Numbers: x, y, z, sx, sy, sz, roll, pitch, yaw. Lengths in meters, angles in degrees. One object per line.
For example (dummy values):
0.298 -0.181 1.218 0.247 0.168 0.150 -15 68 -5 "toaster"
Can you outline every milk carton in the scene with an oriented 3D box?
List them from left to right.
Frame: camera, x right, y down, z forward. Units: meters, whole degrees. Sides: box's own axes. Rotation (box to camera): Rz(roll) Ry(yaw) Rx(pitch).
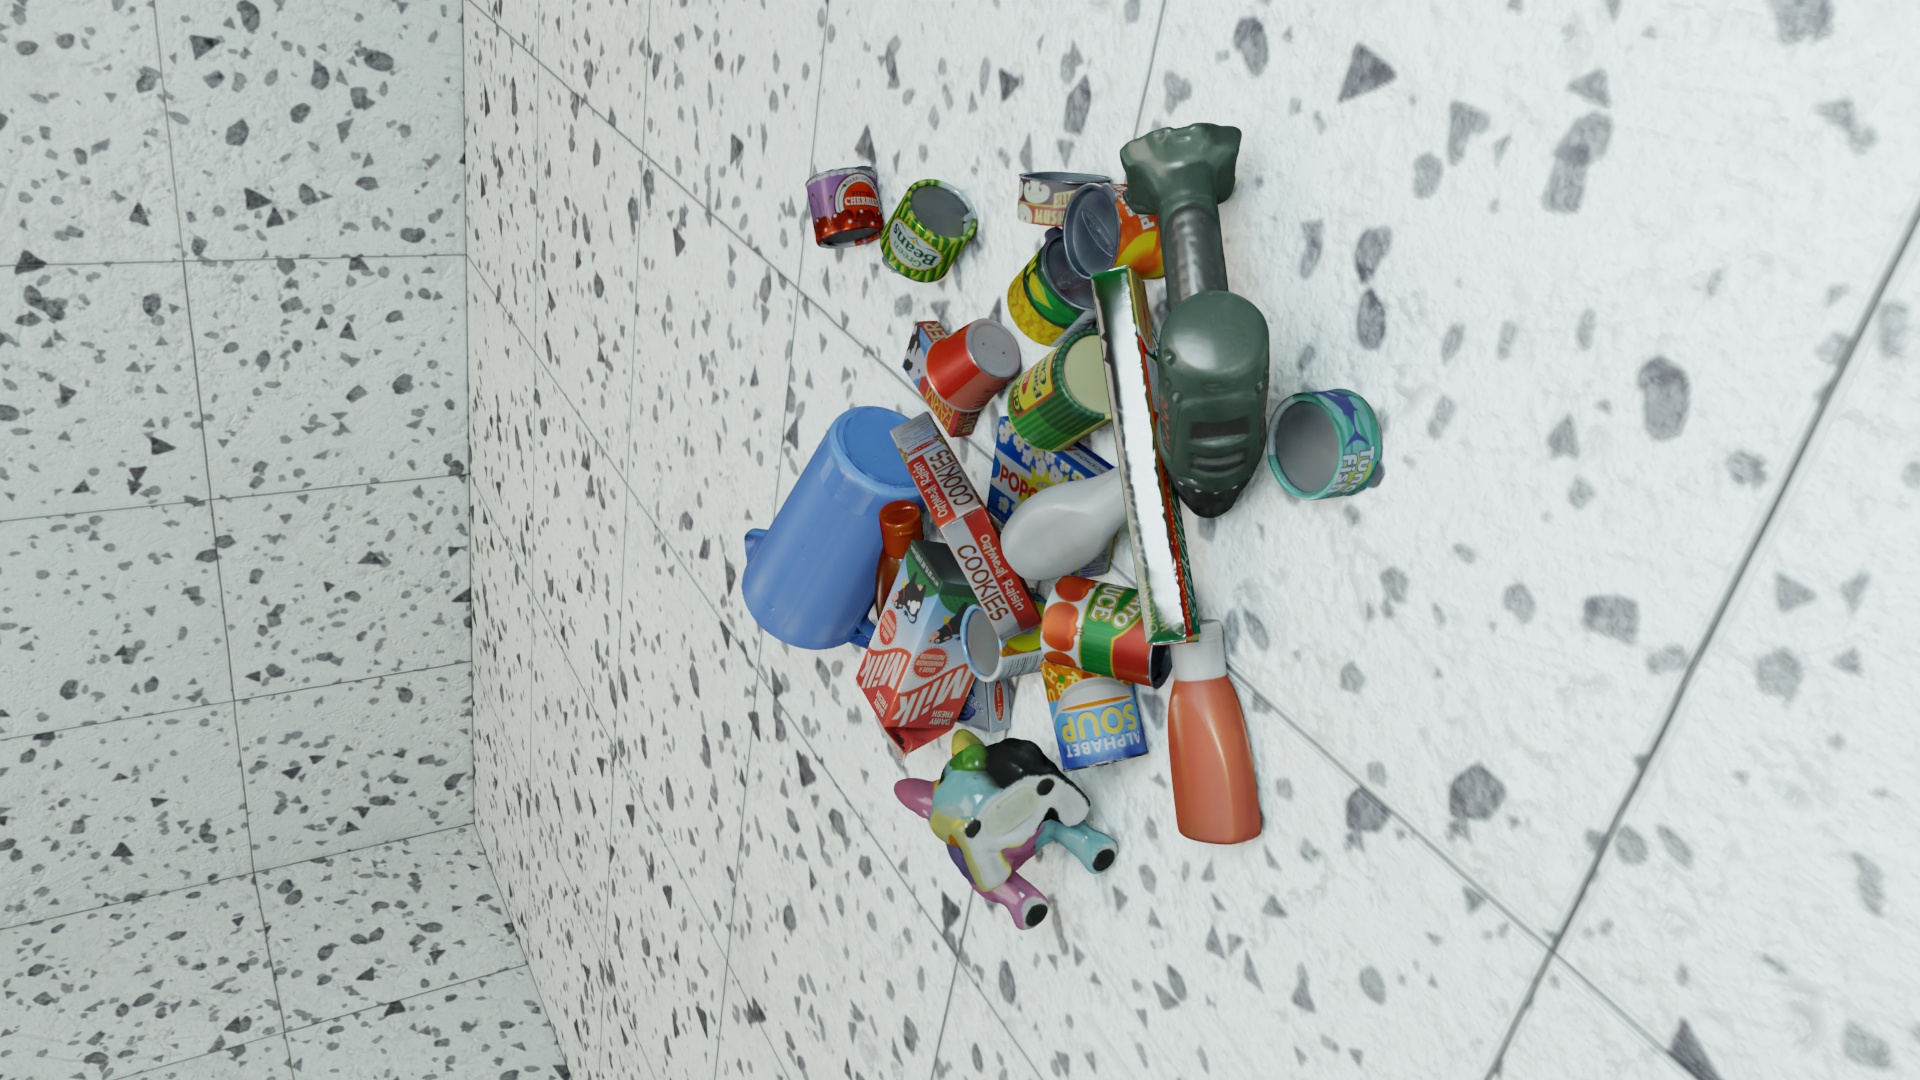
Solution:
-0.032 0.101 1.213 0.072 0.073 0.189 53 127 49 "milk carton"

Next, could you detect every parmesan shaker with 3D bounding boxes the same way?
0.083 -0.110 1.002 0.103 0.071 0.071 150 109 -70 "parmesan shaker"

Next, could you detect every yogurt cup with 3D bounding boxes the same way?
0.012 -0.145 1.133 0.053 0.072 0.072 -31 70 49 "yogurt cup"

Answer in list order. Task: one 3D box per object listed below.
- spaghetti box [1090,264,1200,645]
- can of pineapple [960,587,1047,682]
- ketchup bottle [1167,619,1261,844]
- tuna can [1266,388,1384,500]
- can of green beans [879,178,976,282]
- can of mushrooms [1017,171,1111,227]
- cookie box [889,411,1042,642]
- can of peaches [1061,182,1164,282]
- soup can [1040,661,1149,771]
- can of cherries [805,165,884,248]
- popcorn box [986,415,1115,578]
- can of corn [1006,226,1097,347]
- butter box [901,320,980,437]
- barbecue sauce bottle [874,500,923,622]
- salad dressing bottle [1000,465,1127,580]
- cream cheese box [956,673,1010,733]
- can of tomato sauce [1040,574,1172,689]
0.122 -0.054 0.914 0.028 0.050 0.250 -10 85 19 "spaghetti box"
0.040 0.078 1.145 0.071 0.058 0.070 22 116 56 "can of pineapple"
0.169 0.130 0.953 0.064 0.044 0.148 -5 93 59 "ketchup bottle"
0.219 -0.056 0.833 0.071 0.033 0.071 22 115 57 "tuna can"
-0.027 -0.260 1.167 0.057 0.071 0.071 -47 57 53 "can of green beans"
0.074 -0.245 0.997 0.071 0.071 0.033 31 124 53 "can of mushrooms"
0.004 -0.014 1.106 0.122 0.040 0.168 61 -179 -34 "cookie box"
0.113 -0.212 0.950 0.071 0.058 0.071 20 113 57 "can of peaches"
0.100 0.126 1.043 0.071 0.071 0.084 -25 75 59 "soup can"
-0.105 -0.308 1.288 0.071 0.072 0.058 -15 85 60 "can of cherries"
0.073 -0.036 1.081 0.127 0.038 0.084 41 132 48 "popcorn box"
0.073 -0.185 1.013 0.058 0.071 0.071 -41 62 56 "can of corn"
-0.015 -0.142 1.217 0.104 0.024 0.052 57 142 36 "butter box"
-0.047 0.032 1.239 0.044 0.065 0.147 -116 15 -48 "barbecue sauce bottle"
0.097 -0.023 0.988 0.147 0.044 0.064 -32 111 31 "salad dressing bottle"
0.007 0.138 1.249 0.104 0.024 0.053 5 100 59 "cream cheese box"
0.107 0.062 0.984 0.083 0.071 0.071 11 110 25 "can of tomato sauce"
